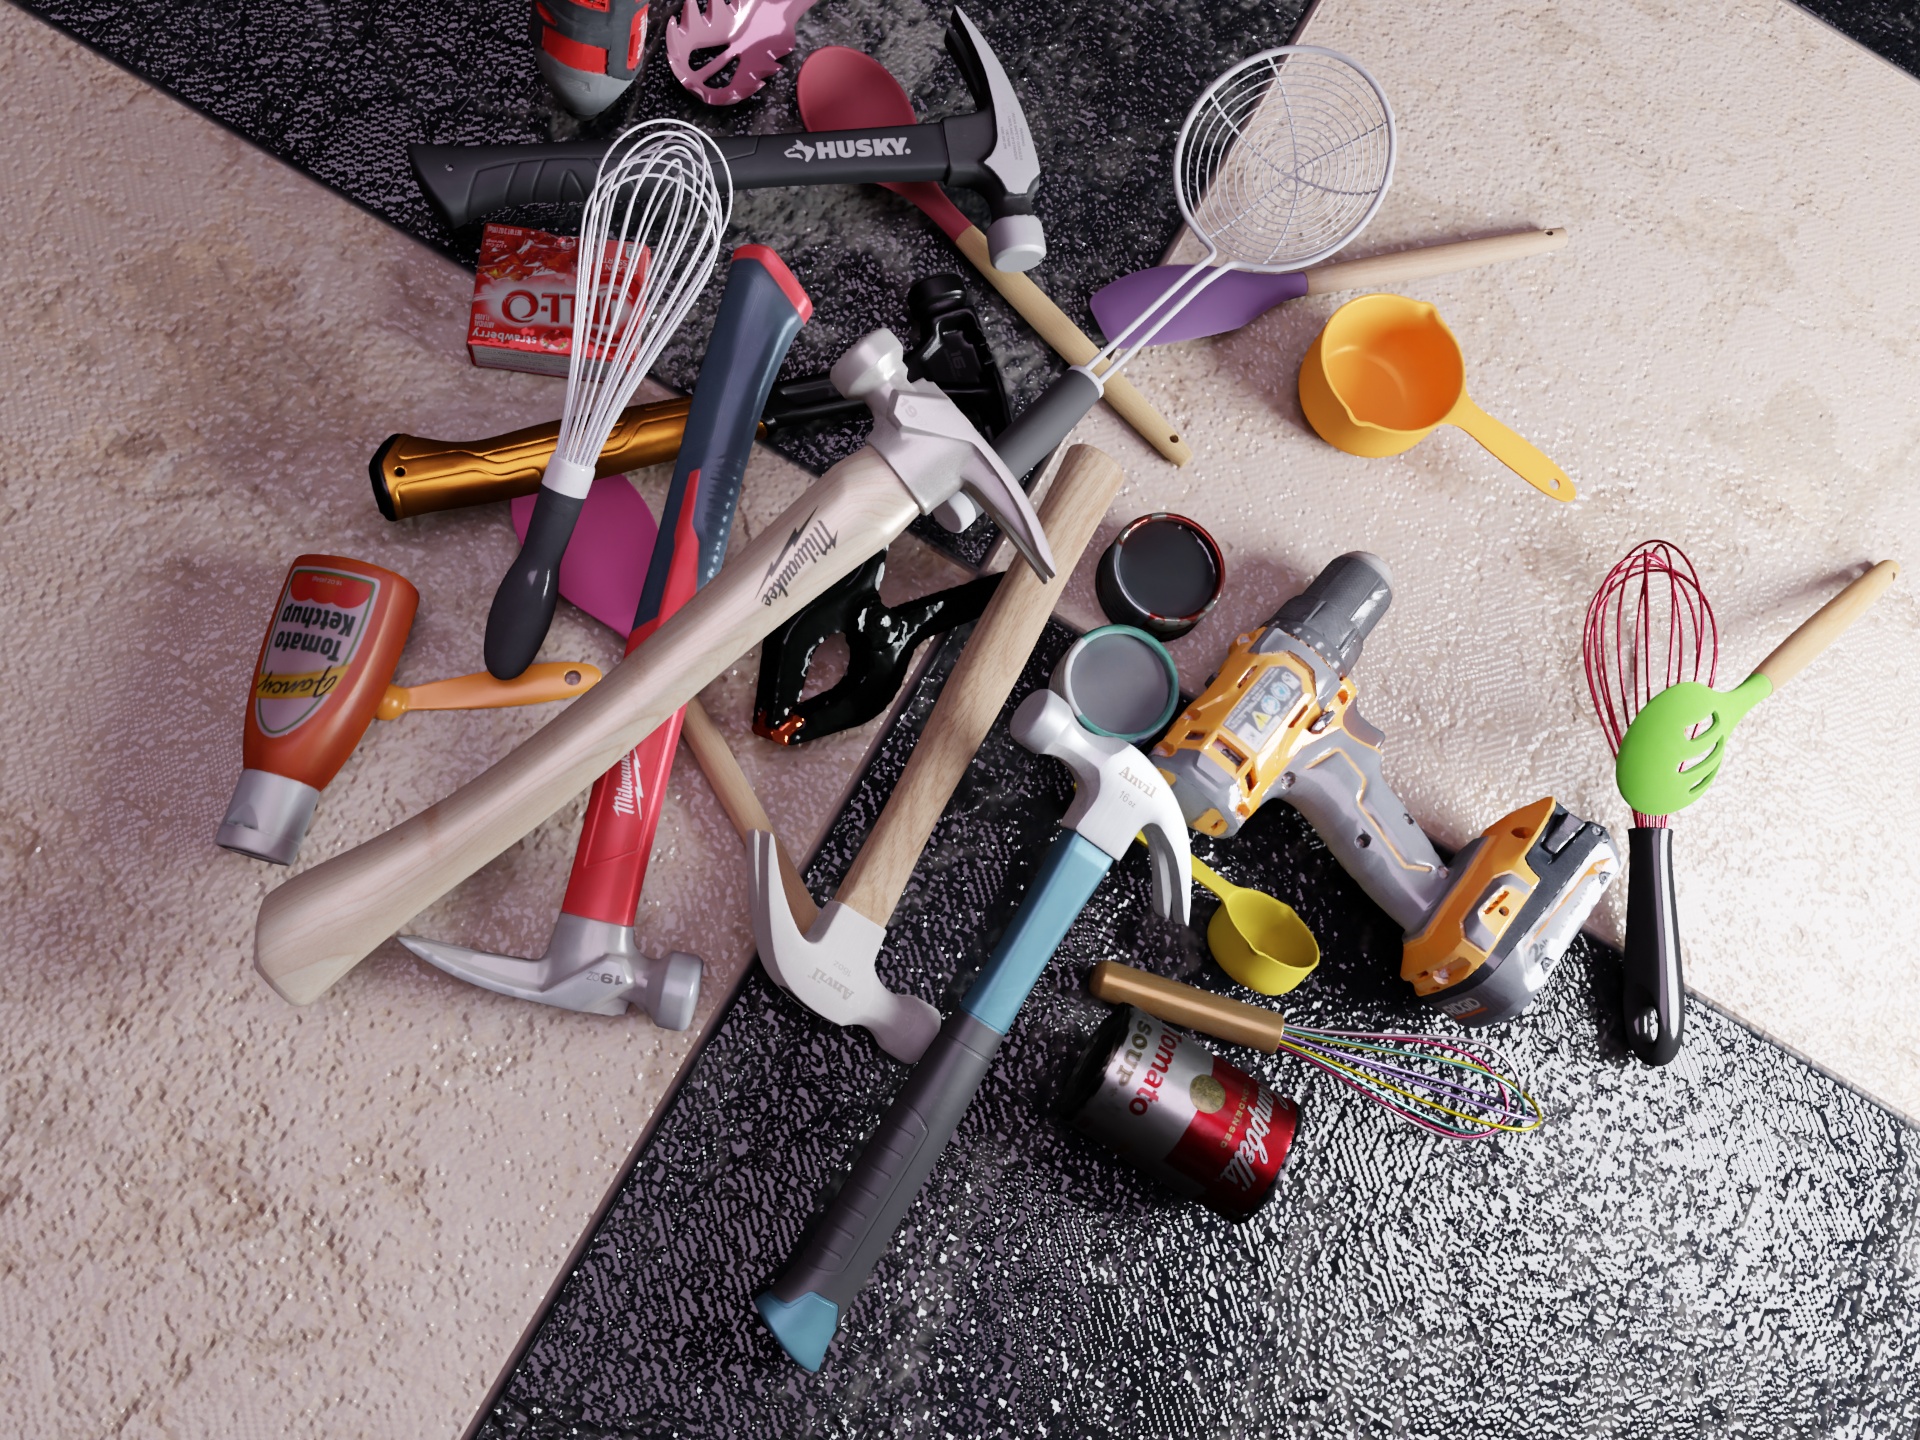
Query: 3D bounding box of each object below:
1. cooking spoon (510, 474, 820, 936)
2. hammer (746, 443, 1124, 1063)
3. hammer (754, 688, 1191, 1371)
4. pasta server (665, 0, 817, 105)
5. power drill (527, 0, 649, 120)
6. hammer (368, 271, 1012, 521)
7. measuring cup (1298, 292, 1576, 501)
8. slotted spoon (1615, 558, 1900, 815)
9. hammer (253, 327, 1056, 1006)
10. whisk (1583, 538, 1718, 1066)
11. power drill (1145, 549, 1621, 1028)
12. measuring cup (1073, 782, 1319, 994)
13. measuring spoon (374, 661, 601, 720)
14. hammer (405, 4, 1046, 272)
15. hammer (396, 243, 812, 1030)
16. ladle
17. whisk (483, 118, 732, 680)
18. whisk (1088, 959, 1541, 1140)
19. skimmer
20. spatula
[{"bbox_3d":[-0.140,-0.004,0.819,0.069,0.017,0.319,-27,81,-21],"label":"cooking spoon"},{"bbox_3d":[-0.001,-0.003,0.811,0.130,0.031,0.331,35,72,-24],"label":"hammer"},{"bbox_3d":[0.002,0.156,0.766,0.128,0.033,0.331,35,82,-20],"label":"hammer"},{"bbox_3d":[-0.058,-0.462,0.945,0.316,0.040,0.060,-46,104,-19],"label":"pasta server"},{"bbox_3d":[-0.177,-0.442,0.870,0.078,0.143,0.220,18,67,-10],"label":"power drill"},{"bbox_3d":[-0.135,-0.150,0.841,0.337,0.034,0.127,-15,78,-17],"label":"hammer"},{"bbox_3d":[0.275,-0.172,0.923,0.173,0.052,0.095,36,72,-2],"label":"measuring cup"},{"bbox_3d":[0.458,-0.032,0.889,0.314,0.031,0.070,-29,115,-34],"label":"slotted spoon"},{"bbox_3d":[-0.146,-0.004,0.745,0.410,0.038,0.146,-40,90,-7],"label":"hammer"},{"bbox_3d":[0.384,0.042,0.885,0.073,0.073,0.296,5,80,-9],"label":"whisk"},{"bbox_3d":[0.234,0.029,0.851,0.226,0.084,0.185,39,70,6],"label":"power drill"},{"bbox_3d":[0.117,0.088,0.837,0.156,0.029,0.062,37,29,14],"label":"measuring cup"},{"bbox_3d":[-0.241,-0.017,0.807,0.117,0.011,0.021,-8,77,-12],"label":"measuring spoon"},{"bbox_3d":[-0.124,-0.307,0.861,0.334,0.035,0.146,-7,82,-12],"label":"hammer"},{"bbox_3d":[-0.158,-0.052,0.785,0.143,0.038,0.386,13,84,-5],"label":"hammer"},{"bbox_3d":[0.021,-0.262,0.913,0.315,0.031,0.069,46,68,2],"label":"ladle"},{"bbox_3d":[-0.180,-0.149,0.768,0.070,0.070,0.284,22,103,-4],"label":"whisk"},{"bbox_3d":[0.184,0.169,0.827,0.245,0.051,0.047,18,52,-1],"label":"whisk"},{"bbox_3d":[0.106,-0.238,0.864,0.127,0.090,0.363,35,63,16],"label":"skimmer"},{"bbox_3d":[0.227,-0.268,0.956,0.316,0.018,0.060,-13,61,-14],"label":"spatula"}]
